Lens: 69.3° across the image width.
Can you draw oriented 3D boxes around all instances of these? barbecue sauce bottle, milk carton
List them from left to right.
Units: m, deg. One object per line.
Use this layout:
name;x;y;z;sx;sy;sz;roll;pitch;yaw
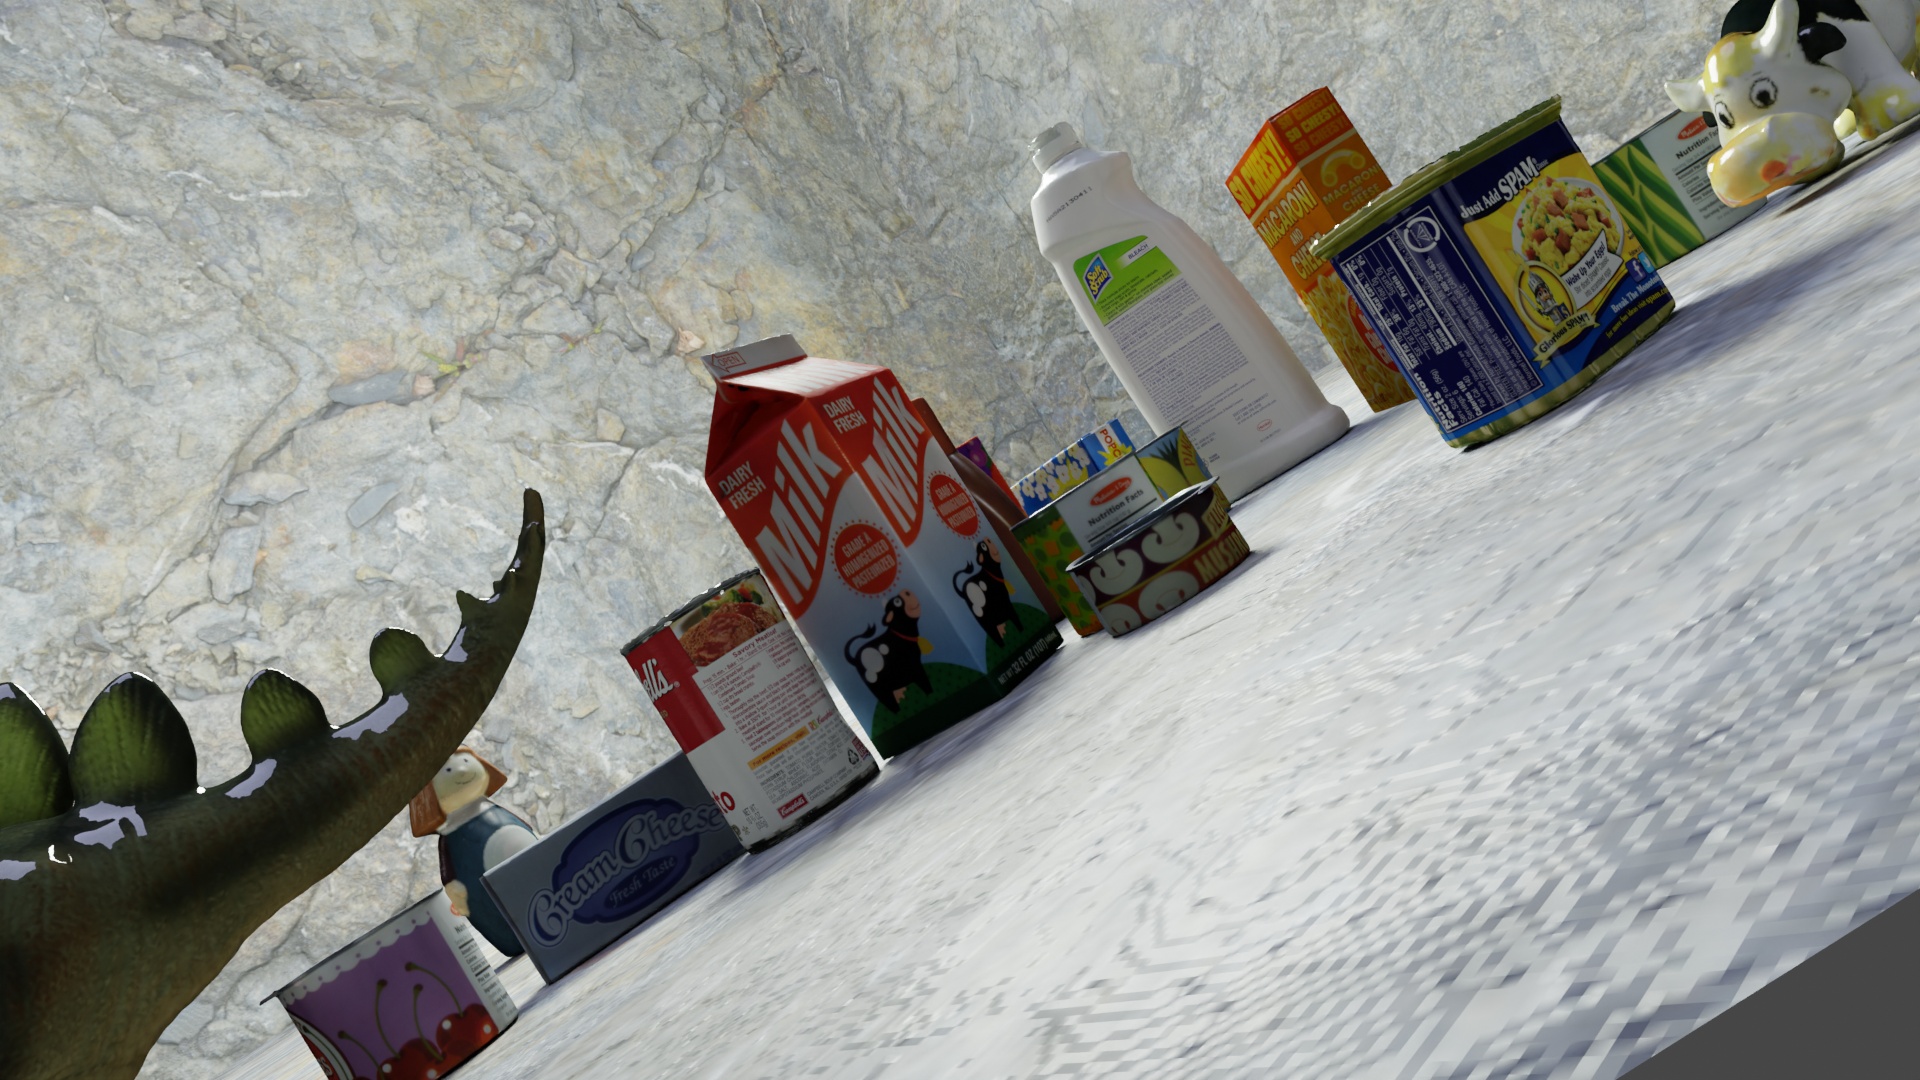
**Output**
milk carton;-0.044;-0.008;0.619;0.073;0.190;0.072;-33;-1;31
barbecue sauce bottle;0.003;-0.010;0.785;0.064;0.148;0.044;-33;-1;25

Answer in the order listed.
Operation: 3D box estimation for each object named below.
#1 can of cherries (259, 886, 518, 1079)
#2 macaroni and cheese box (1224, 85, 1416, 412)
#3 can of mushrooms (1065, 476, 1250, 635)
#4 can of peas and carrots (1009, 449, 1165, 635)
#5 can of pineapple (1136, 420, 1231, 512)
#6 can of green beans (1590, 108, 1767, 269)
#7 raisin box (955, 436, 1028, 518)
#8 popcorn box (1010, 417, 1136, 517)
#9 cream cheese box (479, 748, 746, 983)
can of cherries;-0.210;0.173;0.515;0.071;0.058;0.071;-32;-1;-1
macaroni and cheese box;0.219;-0.156;0.774;0.040;0.166;0.123;-32;-1;-1
can of mushrooms;0.079;0.006;0.544;0.071;0.033;0.071;-32;-1;-1
can of peas and carrots;0.064;0.002;0.619;0.071;0.058;0.071;-32;-1;-1
can of pineapple;0.115;-0.027;0.801;0.071;0.058;0.071;-32;-1;-1
can of green beans;0.329;-0.164;0.648;0.071;0.058;0.071;-32;-1;-1
raisin box;0.006;0.005;0.913;0.086;0.123;0.040;-32;-1;-21
popcorn box;0.092;-0.025;0.989;0.038;0.085;0.126;-32;-1;-27
cream cheese box;-0.145;0.136;0.593;0.104;0.053;0.024;-32;-1;-23
